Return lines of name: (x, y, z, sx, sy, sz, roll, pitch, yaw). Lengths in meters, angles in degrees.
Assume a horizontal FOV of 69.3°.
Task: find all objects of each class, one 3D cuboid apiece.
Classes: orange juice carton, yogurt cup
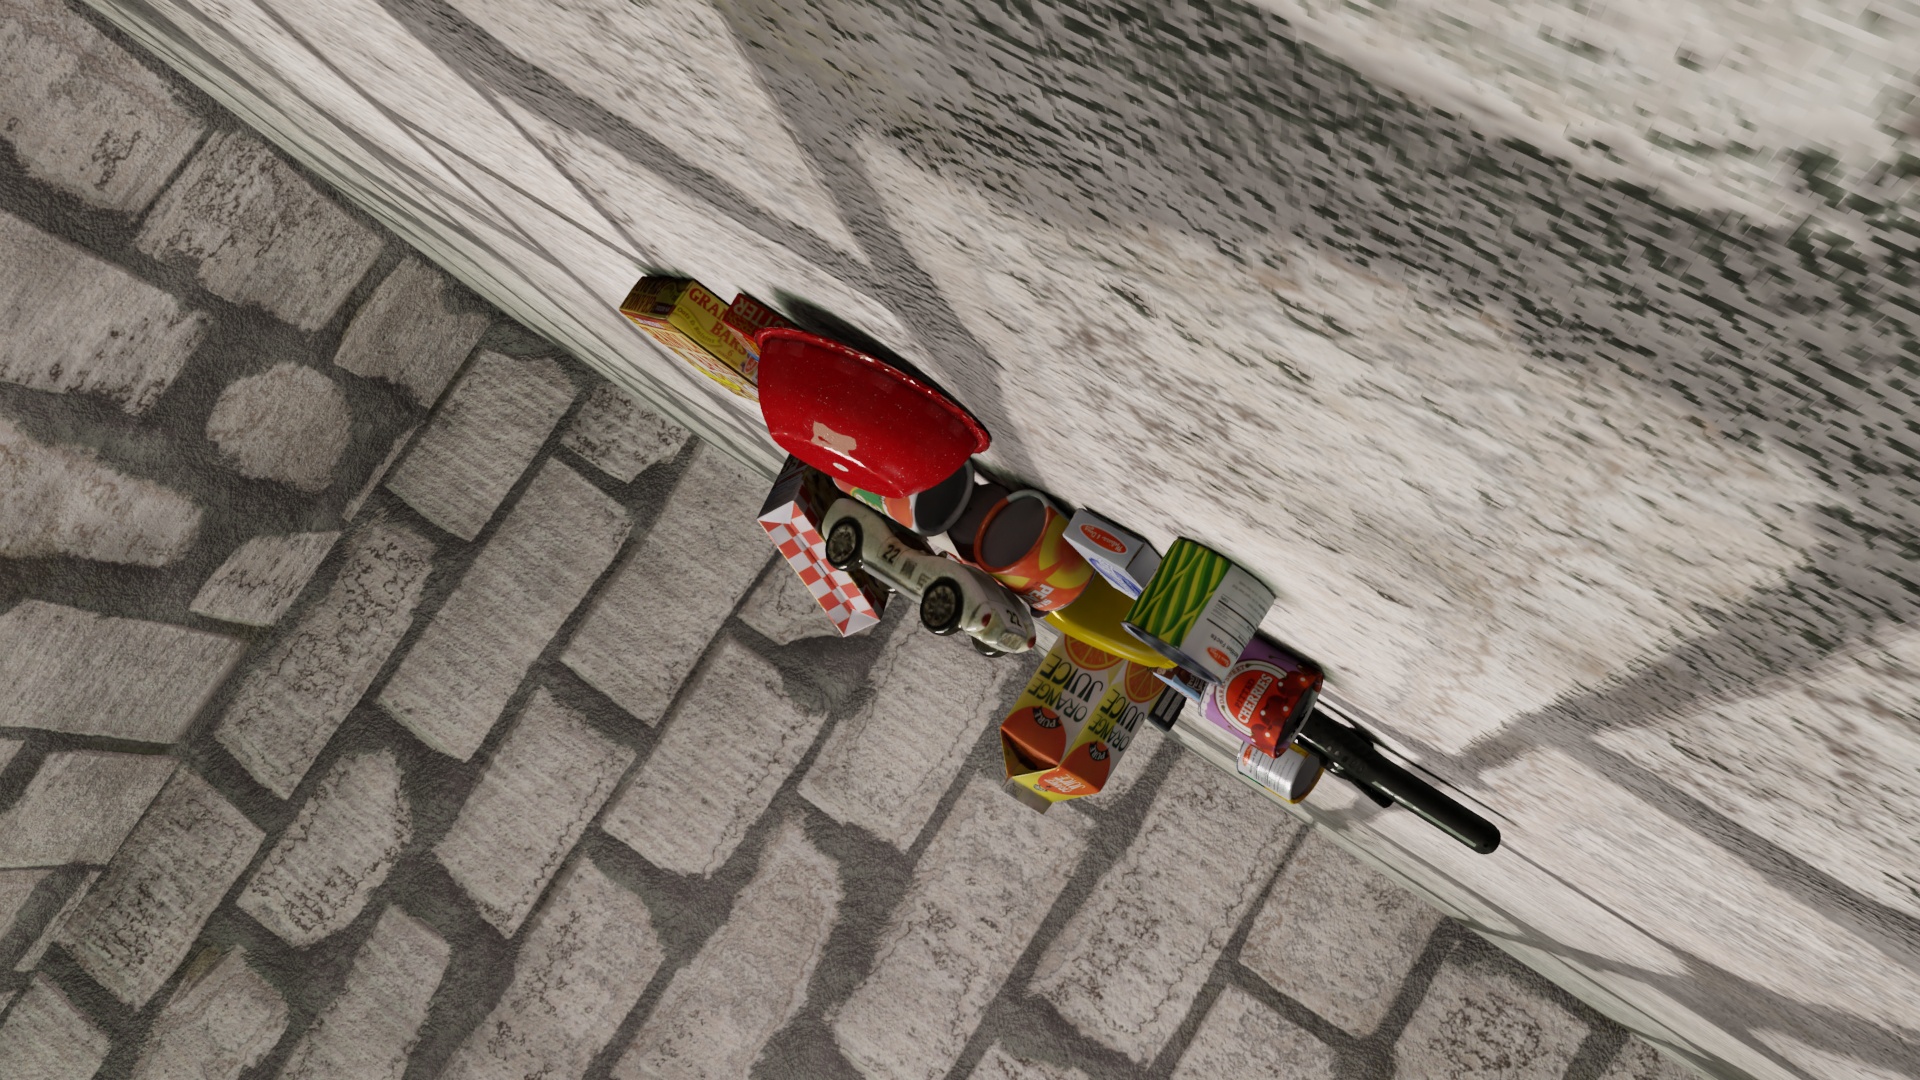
orange juice carton: (0.103, 0.137, 1.151, 0.073, 0.193, 0.071, 27, 171, 42)
yogurt cup: (0.024, -0.006, 1.027, 0.072, 0.072, 0.053, 29, 166, 39)

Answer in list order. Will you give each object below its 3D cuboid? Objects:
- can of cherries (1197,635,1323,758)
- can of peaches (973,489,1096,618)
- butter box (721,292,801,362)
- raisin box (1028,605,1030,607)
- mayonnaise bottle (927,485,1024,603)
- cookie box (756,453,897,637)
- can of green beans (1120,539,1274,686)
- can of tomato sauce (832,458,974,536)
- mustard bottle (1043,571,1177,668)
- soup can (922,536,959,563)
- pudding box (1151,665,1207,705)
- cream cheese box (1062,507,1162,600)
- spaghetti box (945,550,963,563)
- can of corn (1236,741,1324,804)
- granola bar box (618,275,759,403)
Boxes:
can of cherries: (0.199, 0.103, 0.923, 0.058, 0.071, 0.071, 31, 174, 25)
can of peaches: (0.050, 0.009, 0.942, 0.058, 0.071, 0.071, 39, 173, -37)
butter box: (-0.126, -0.134, 0.954, 0.053, 0.024, 0.103, 32, 176, 8)
raisin box: (0.109, 0.066, 1.336, 0.086, 0.040, 0.123, 32, 176, 7)
mayonnaise bottle: (0.004, -0.014, 1.098, 0.148, 0.065, 0.041, 38, 167, -9)
cookie box: (-0.099, -0.019, 1.135, 0.122, 0.040, 0.168, 56, -158, -22)
can of green beans: (0.133, 0.040, 0.780, 0.071, 0.058, 0.071, 33, 175, 3)
can of tomato sauce: (-0.041, -0.047, 0.999, 0.083, 0.071, 0.071, 29, 174, 34)
mustard bottle: (0.122, 0.057, 1.014, 0.160, 0.065, 0.049, 31, 172, -26)
soup can: (-0.025, -0.006, 1.344, 0.071, 0.071, 0.083, 30, 173, 36)
pudding box: (0.195, 0.105, 1.088, 0.083, 0.050, 0.030, 36, 173, -28)
cream cheese box: (0.110, 0.016, 0.906, 0.053, 0.024, 0.103, 32, 175, 33)
spaghetti box: (-0.003, -0.009, 1.259, 0.249, 0.028, 0.050, 40, -157, -54)
can of corn: (0.299, 0.200, 1.280, 0.058, 0.071, 0.071, 29, 174, 36)
granola bar box: (-0.191, -0.155, 1.089, 0.124, 0.039, 0.165, 36, 174, -27)
